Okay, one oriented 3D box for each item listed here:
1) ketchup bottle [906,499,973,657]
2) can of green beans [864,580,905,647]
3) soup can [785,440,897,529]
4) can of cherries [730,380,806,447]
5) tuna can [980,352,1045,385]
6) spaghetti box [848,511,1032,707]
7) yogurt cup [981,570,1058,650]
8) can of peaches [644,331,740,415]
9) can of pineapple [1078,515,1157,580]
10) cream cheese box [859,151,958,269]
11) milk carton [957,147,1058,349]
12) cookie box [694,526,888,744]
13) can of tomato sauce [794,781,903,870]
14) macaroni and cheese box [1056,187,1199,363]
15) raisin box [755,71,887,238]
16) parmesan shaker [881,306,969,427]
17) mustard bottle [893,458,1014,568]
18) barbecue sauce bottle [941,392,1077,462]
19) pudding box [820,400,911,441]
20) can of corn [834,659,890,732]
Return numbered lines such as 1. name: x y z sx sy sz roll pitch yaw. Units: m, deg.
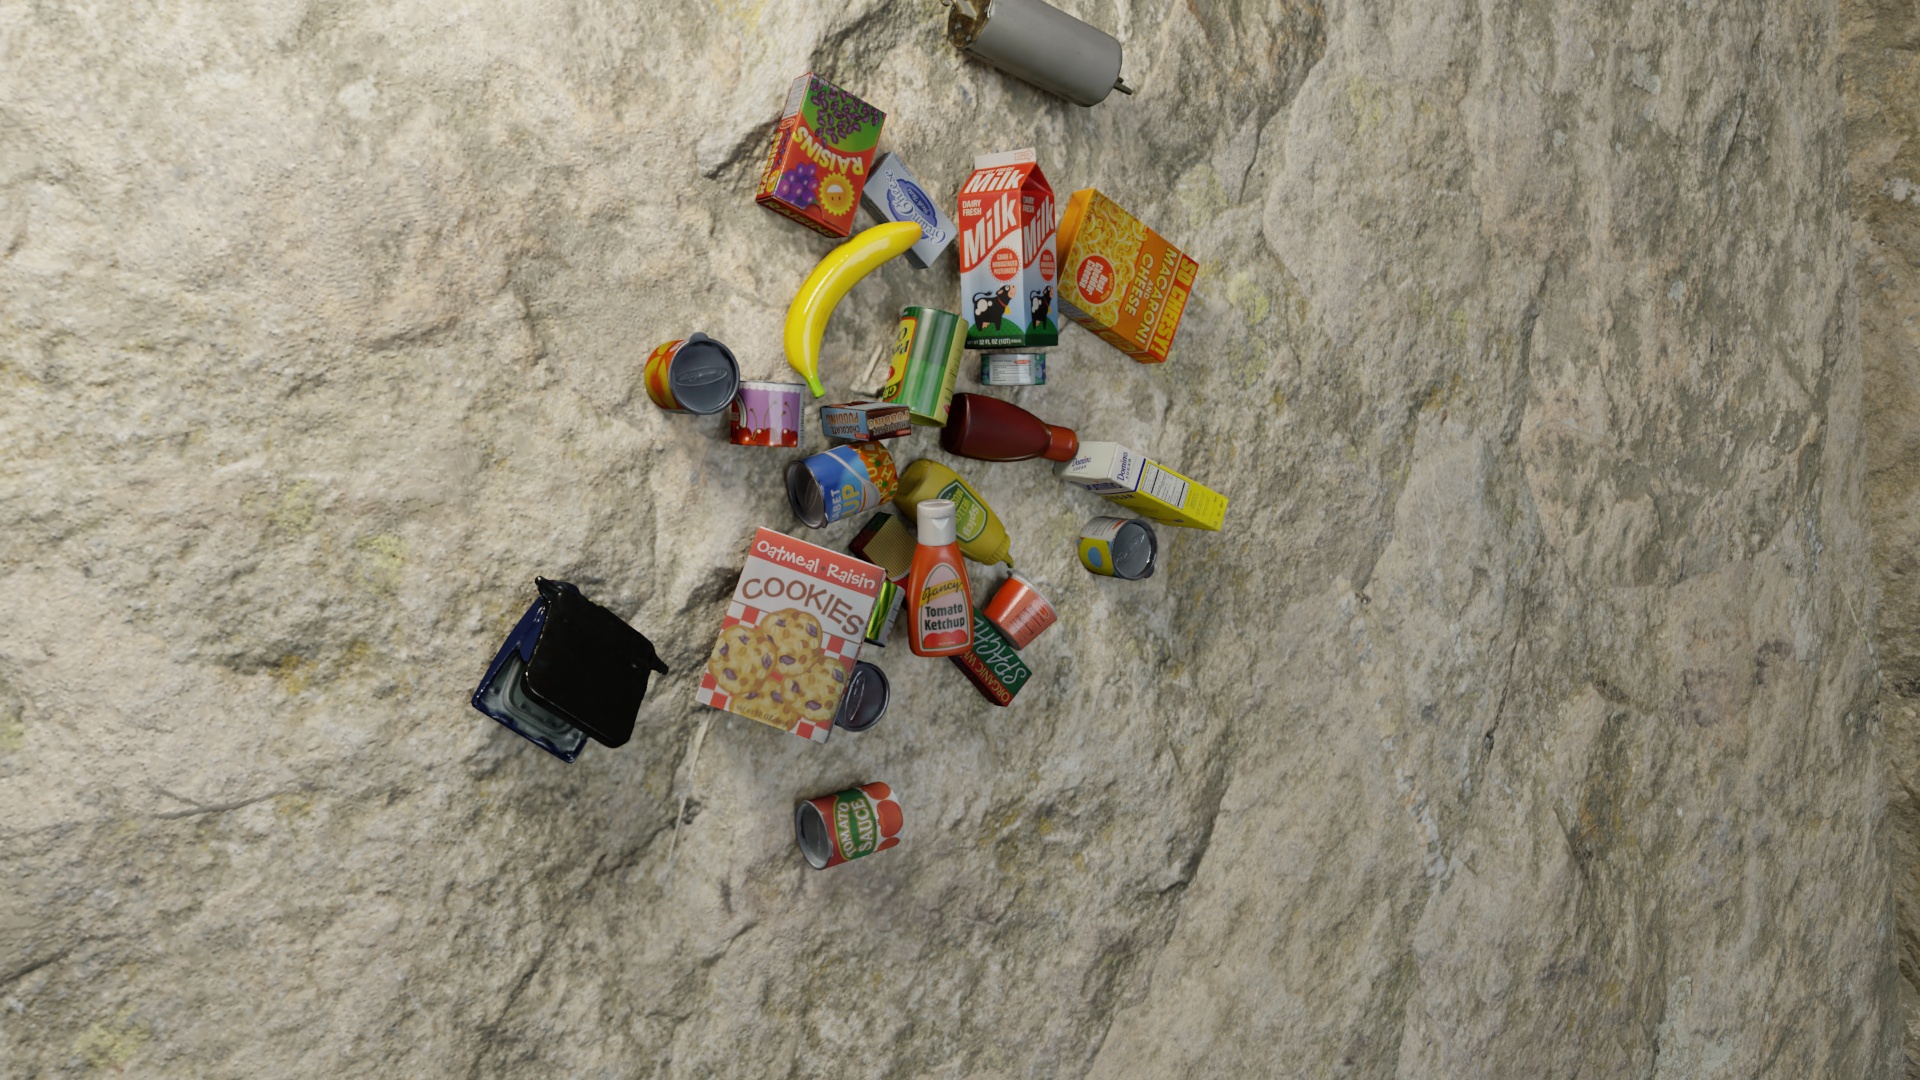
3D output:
1. ketchup bottle: -0.021 0.036 1.332 0.065 0.043 0.148 -6 105 -13
2. can of green beans: -0.092 0.063 1.315 0.071 0.071 0.058 26 79 -34
3. soup can: -0.109 -0.052 1.291 0.084 0.071 0.071 -21 106 -32
4. can of cherries: -0.175 -0.113 1.243 0.071 0.071 0.058 0 96 -35
5. tuna can: 0.053 -0.173 1.398 0.071 0.071 0.032 -6 99 -34
6. spaghetti box: -0.015 0.073 1.393 0.050 0.028 0.249 -51 119 -19
7. yogurt cup: 0.058 0.076 1.425 0.054 0.072 0.072 -47 118 -13
8. can of peaches: -0.233 -0.144 1.203 0.071 0.058 0.071 -4 96 -34
9. can of pineapple: 0.170 0.009 1.499 0.071 0.058 0.071 -4 97 -34
10. cream cheese box: -0.053 -0.316 1.334 0.103 0.024 0.053 46 70 -29
11. milk carton: 0.047 -0.285 1.365 0.073 0.072 0.190 -13 102 -58
12. cookie box: -0.151 0.085 1.257 0.123 0.040 0.167 19 82 1
13. can of tomato sauce: -0.105 0.271 1.323 0.083 0.071 0.071 -10 100 -34
14. macaroni and cheese box: 0.169 -0.280 1.483 0.166 0.040 0.124 26 79 -33
15. raisin box: -0.127 -0.350 1.270 0.086 0.040 0.123 21 83 -35
16. parmesan shaker: -0.035 -0.166 1.338 0.071 0.071 0.103 16 84 -35
17. mustard bottle: 0.005 -0.017 1.386 0.160 0.049 0.065 38 78 -31
18. barbecue sauce bottle: 0.053 -0.108 1.415 0.149 0.043 0.065 8 90 -36
19. pudding box: -0.088 -0.112 1.292 0.050 0.083 0.030 -12 105 -34
20. can of corn: -0.112 0.142 1.314 0.071 0.058 0.071 -4 97 -35
